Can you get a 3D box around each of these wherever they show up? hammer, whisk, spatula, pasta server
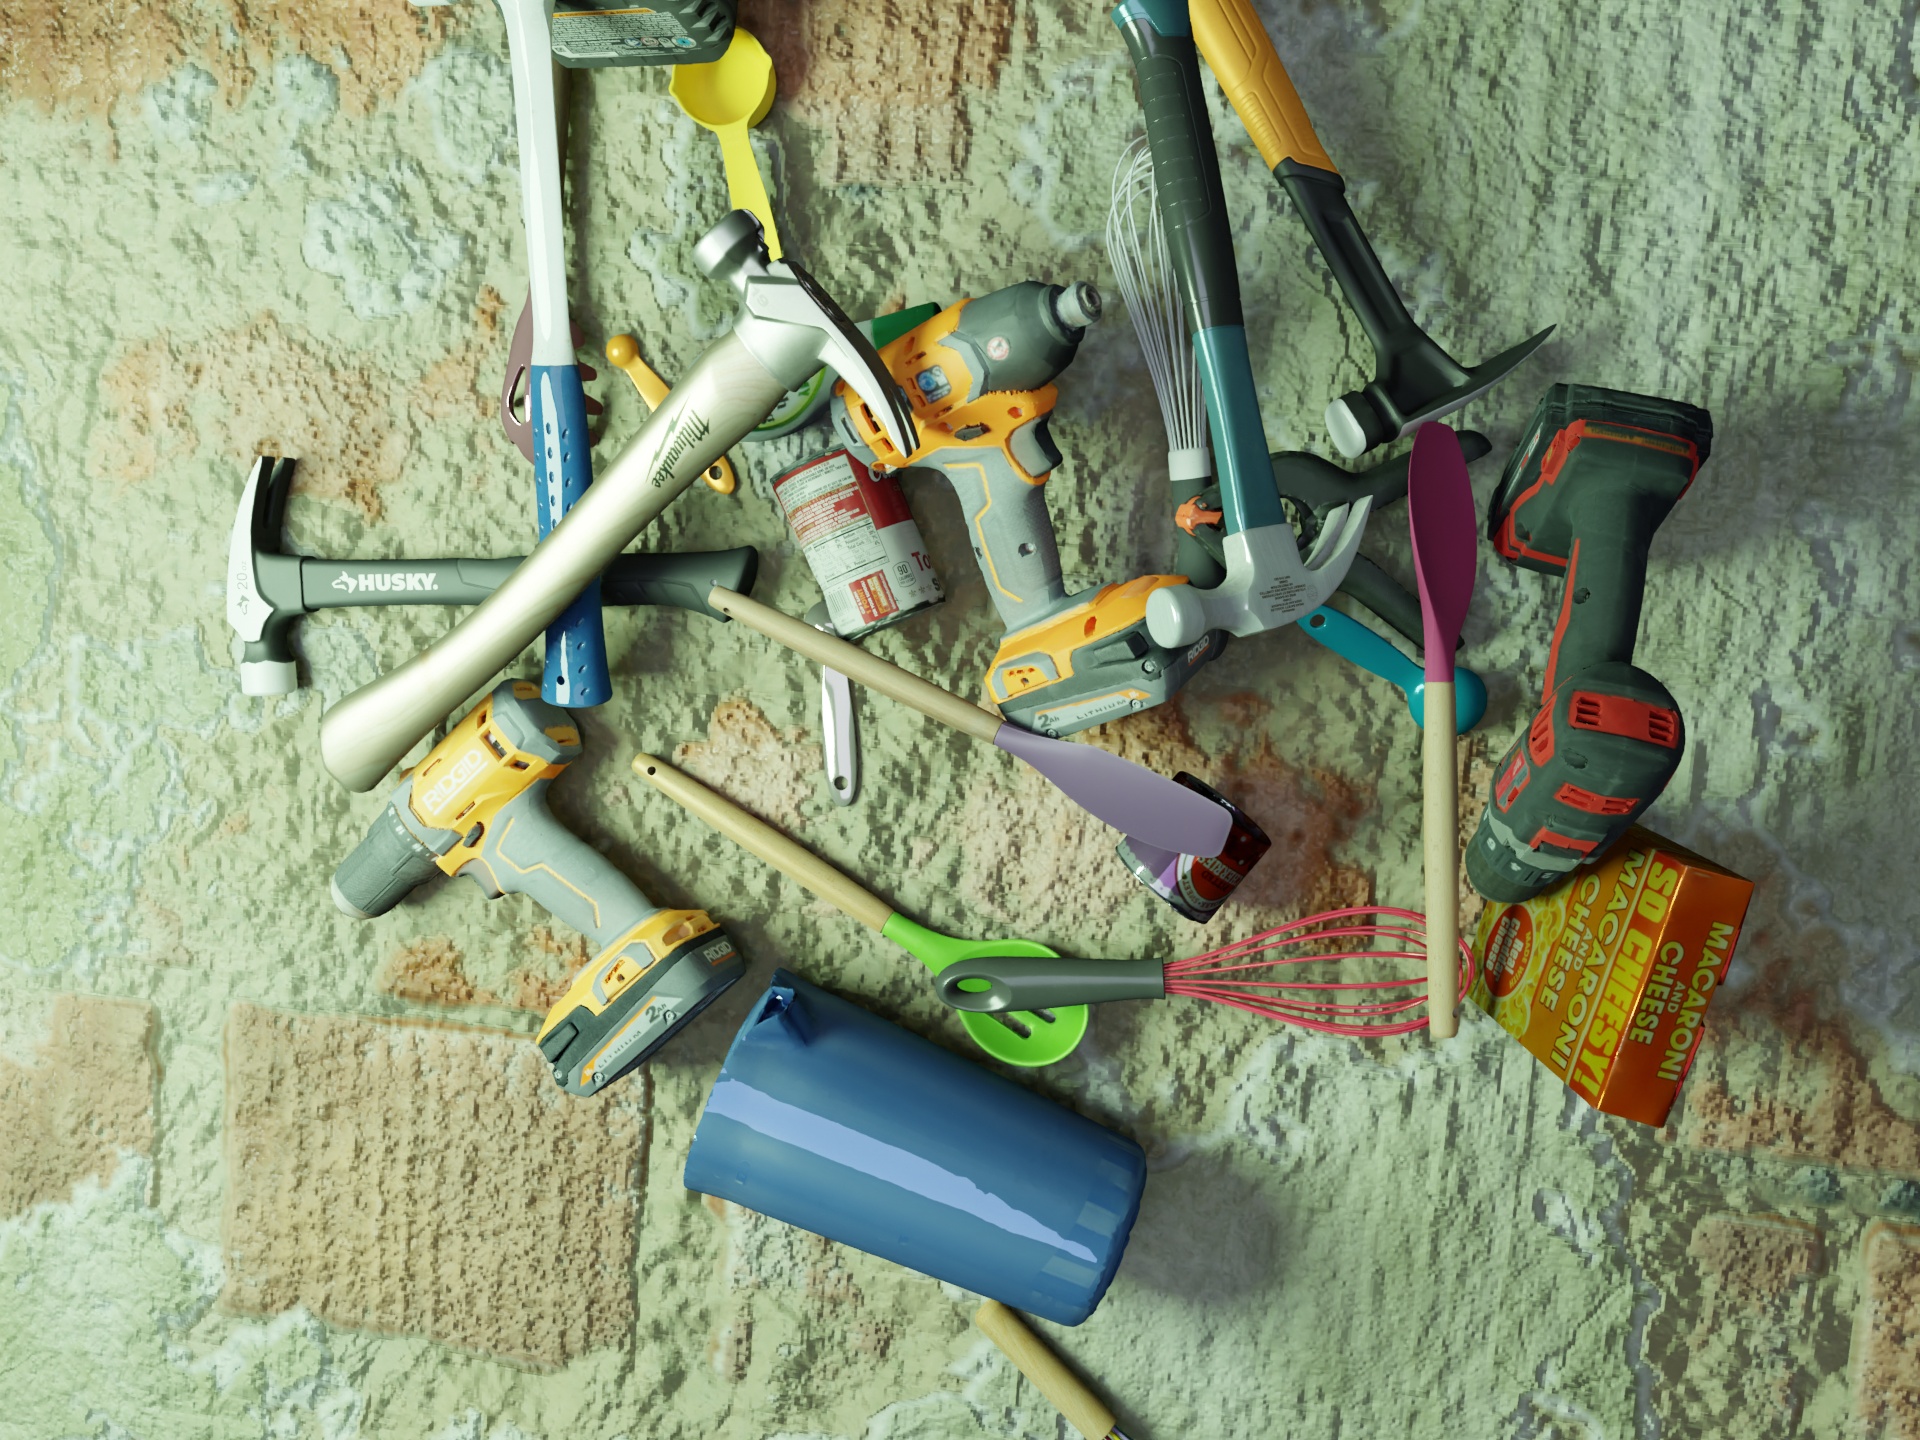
[{"bbox_3d":[0.180,-0.310,0.840,0.127,0.034,0.337,-27,85,-10],"label":"hammer"},{"bbox_3d":[0.124,-0.207,0.790,0.128,0.033,0.331,-10,88,-24],"label":"hammer"},{"bbox_3d":[0.121,-0.172,0.866,0.070,0.070,0.284,-5,100,11],"label":"whisk"},{"bbox_3d":[0.099,0.438,0.940,0.245,0.047,0.051,44,89,8],"label":"whisk"},{"bbox_3d":[-0.001,-0.003,0.861,0.316,0.018,0.059,26,143,13],"label":"spatula"},{"bbox_3d":[-0.284,-0.089,0.958,0.335,0.035,0.146,0,96,10],"label":"hammer"},{"bbox_3d":[-0.238,-0.309,0.933,0.060,0.040,0.316,4,93,10],"label":"pasta server"},{"bbox_3d":[-0.207,-0.080,0.863,0.410,0.038,0.146,-39,97,23],"label":"hammer"},{"bbox_3d":[0.132,0.141,0.881,0.296,0.073,0.073,-4,95,8],"label":"whisk"},{"bbox_3d":[-0.216,-0.204,0.862,0.144,0.035,0.405,5,109,13],"label":"hammer"}]

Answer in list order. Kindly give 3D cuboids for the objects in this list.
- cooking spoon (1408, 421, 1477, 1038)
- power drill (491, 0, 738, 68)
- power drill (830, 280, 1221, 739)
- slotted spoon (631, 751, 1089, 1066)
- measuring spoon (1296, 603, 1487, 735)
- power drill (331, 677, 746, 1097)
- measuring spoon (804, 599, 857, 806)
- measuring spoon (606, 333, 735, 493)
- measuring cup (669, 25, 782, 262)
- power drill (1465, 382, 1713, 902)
[{"bbox_3d":[0.248,0.006,0.824,0.017,0.068,0.319,0,92,44],"label":"cooking spoon"},{"bbox_3d":[-0.193,-0.485,0.869,0.190,0.080,0.228,4,87,16],"label":"power drill"},{"bbox_3d":[0.045,-0.112,0.832,0.164,0.084,0.226,-21,103,41],"label":"power drill"},{"bbox_3d":[-0.063,0.104,0.941,0.314,0.031,0.070,31,87,8],"label":"slotted spoon"},{"bbox_3d":[0.230,-0.026,0.851,0.128,0.021,0.042,29,118,-17],"label":"measuring spoon"},{"bbox_3d":[-0.261,0.115,0.953,0.185,0.084,0.226,-41,83,12],"label":"power drill"},{"bbox_3d":[-0.074,-0.009,0.935,0.034,0.018,0.124,-2,96,10],"label":"measuring spoon"},{"bbox_3d":[-0.171,-0.181,0.939,0.021,0.011,0.117,-38,88,12],"label":"measuring spoon"},{"bbox_3d":[-0.122,-0.315,0.910,0.062,0.029,0.156,-12,96,11],"label":"measuring cup"},{"bbox_3d":[0.298,-0.029,0.783,0.080,0.187,0.227,12,64,7],"label":"power drill"}]
